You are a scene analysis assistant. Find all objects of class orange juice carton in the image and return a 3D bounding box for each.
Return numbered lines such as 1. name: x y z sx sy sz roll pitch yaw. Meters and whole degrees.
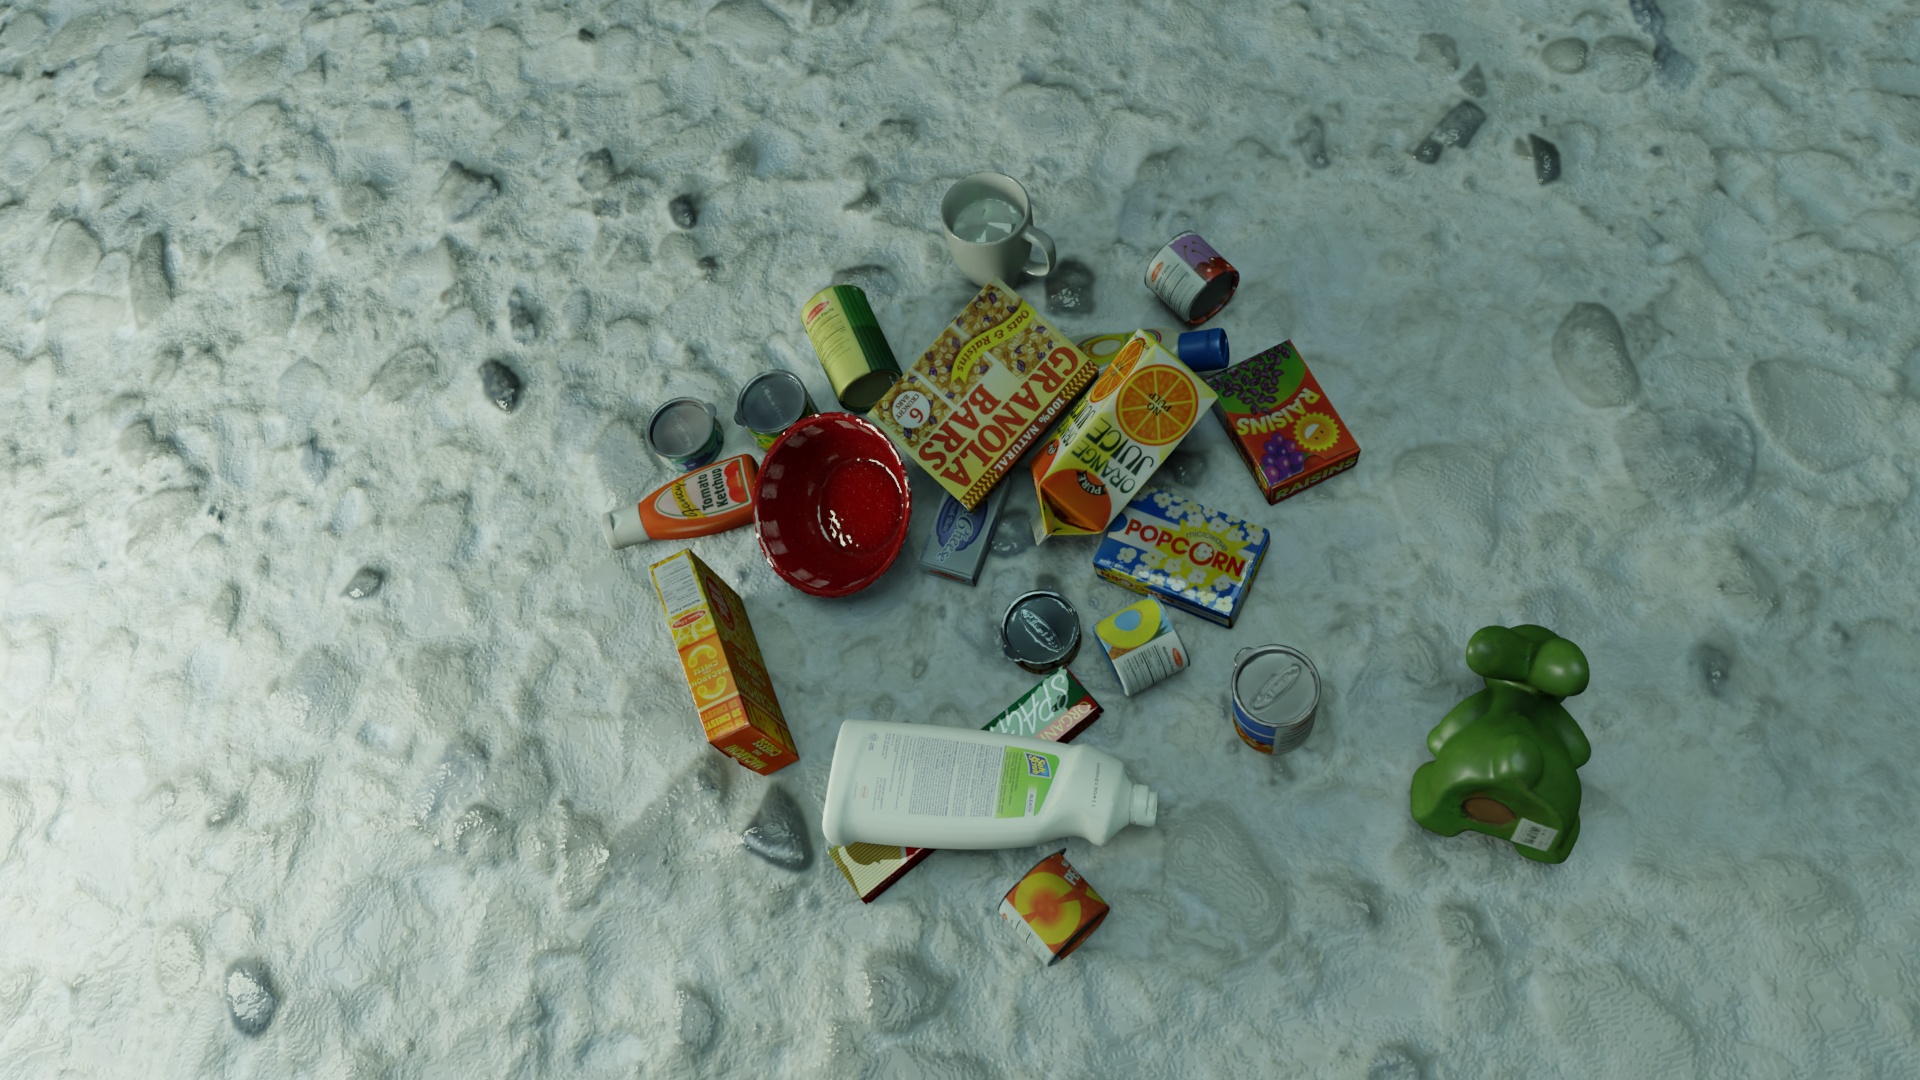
1. orange juice carton: 0.123 -0.078 1.177 0.073 0.072 0.192 37 102 -15

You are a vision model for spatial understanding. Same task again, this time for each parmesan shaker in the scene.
1. parmesan shaker: -0.103 -0.178 1.301 0.071 0.071 0.103 -25 65 -1

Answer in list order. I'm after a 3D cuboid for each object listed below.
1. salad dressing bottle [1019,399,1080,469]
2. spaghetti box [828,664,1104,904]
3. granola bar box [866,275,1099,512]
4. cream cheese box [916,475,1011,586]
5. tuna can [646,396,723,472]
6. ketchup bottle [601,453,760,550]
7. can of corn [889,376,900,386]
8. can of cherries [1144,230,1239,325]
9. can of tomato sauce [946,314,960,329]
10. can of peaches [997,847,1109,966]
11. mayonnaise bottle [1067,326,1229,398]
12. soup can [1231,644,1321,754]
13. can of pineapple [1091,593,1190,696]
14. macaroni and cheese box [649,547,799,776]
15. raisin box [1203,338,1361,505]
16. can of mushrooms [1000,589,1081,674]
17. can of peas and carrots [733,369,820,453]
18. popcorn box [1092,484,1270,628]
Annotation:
1. salad dressing bottle: 0.121 -0.100 1.235 0.148 0.044 0.064 -10 72 5
2. spaghetti box: 0.006 0.197 1.134 0.250 0.028 0.050 -38 66 -7
3. granola bar box: 0.020 -0.125 1.203 0.124 0.039 0.165 43 89 6
4. cream cheese box: 0.004 -0.015 1.230 0.053 0.024 0.104 15 70 16
5. tuna can: -0.258 -0.101 1.312 0.071 0.032 0.071 -4 66 9
6. ketchup bottle: -0.253 -0.029 1.274 0.149 0.043 0.065 -17 65 3
7. can of corn: -0.024 -0.127 1.261 0.058 0.071 0.071 -24 65 -1
8. can of cherries: 0.213 -0.240 1.268 0.071 0.071 0.058 -38 65 -7
9. can of tomato sauce: 0.038 -0.173 1.269 0.071 0.071 0.083 -37 66 -6
10. can of peaches: 0.074 0.281 1.063 0.071 0.071 0.058 -41 66 -8
11. mayonnaise bottle: 0.163 -0.162 1.236 0.148 0.041 0.065 -5 47 24
12. soup can: 0.245 0.124 1.090 0.071 0.083 0.071 -4 66 9
13. can of pineapple: 0.146 0.085 1.137 0.058 0.070 0.071 -27 65 -1
14. macaroni and cheese box: -0.197 0.104 1.160 0.040 0.123 0.167 -25 65 3
15. raisin box: 0.279 -0.104 1.210 0.086 0.040 0.124 -24 65 -2
16. can of mushrooms: 0.067 0.079 1.172 0.071 0.033 0.071 -4 66 8
17. can of peas and carrots: -0.168 -0.114 1.288 0.071 0.058 0.071 -4 66 10
18. popcorn box: 0.187 0.011 1.176 0.127 0.038 0.085 22 73 19
